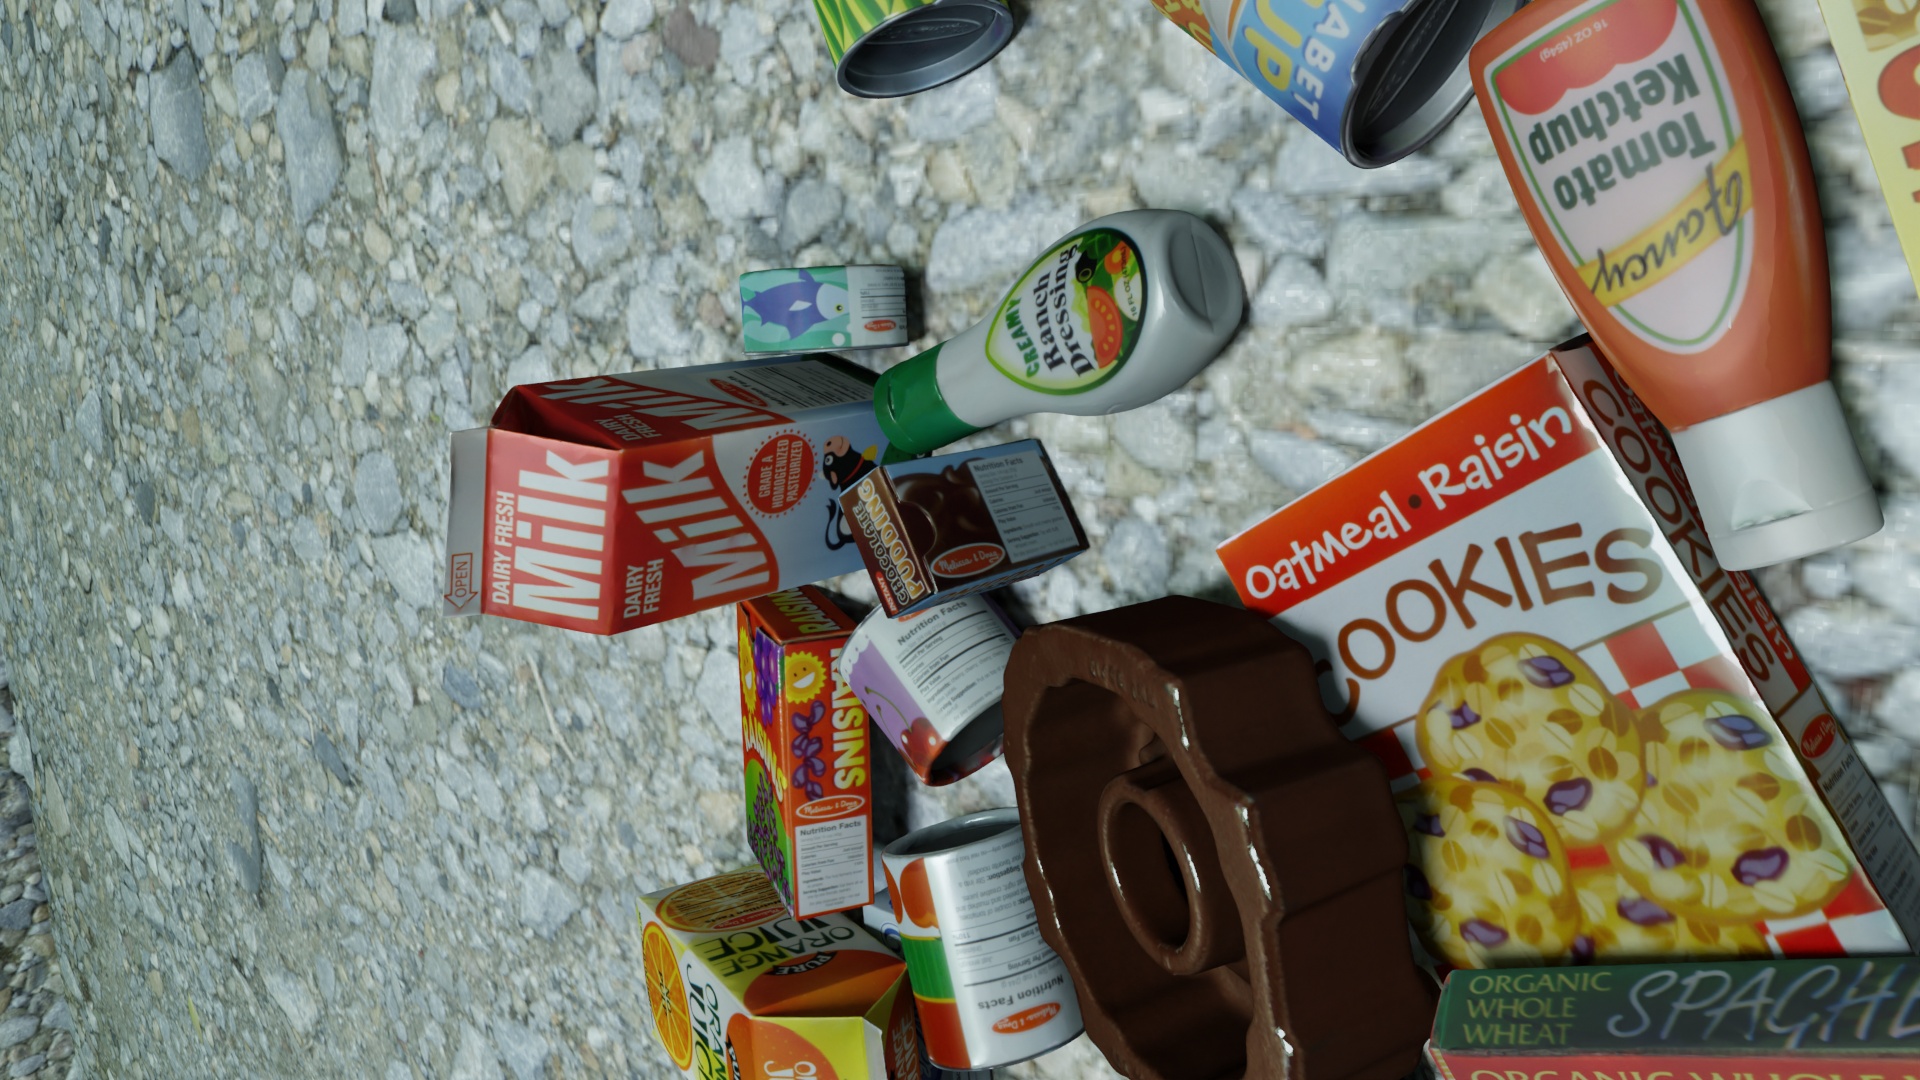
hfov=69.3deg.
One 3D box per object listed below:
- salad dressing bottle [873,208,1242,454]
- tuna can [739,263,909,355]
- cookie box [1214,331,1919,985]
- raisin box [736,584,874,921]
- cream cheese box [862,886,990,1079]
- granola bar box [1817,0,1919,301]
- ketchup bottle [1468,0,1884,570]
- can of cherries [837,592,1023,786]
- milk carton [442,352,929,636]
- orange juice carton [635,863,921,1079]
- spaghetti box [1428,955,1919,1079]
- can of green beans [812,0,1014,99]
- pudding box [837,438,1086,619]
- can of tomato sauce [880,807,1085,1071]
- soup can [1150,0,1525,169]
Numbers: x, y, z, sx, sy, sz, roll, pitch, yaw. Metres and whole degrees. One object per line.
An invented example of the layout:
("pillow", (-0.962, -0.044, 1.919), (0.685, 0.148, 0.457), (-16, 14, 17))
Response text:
("salad dressing bottle", (0.028, -0.067, 0.491), (0.147, 0.044, 0.064), (-20, 76, 45))
("tuna can", (-0.056, -0.091, 0.552), (0.071, 0.071, 0.032), (5, 102, 44))
("cookie box", (0.162, 0.045, 0.390), (0.122, 0.040, 0.167), (-36, 75, 43))
("raisin box", (-0.070, 0.088, 0.606), (0.086, 0.040, 0.123), (-150, 58, -66))
("cream cheese box", (-0.014, 0.209, 0.611), (0.053, 0.024, 0.103), (5, 103, 42))
("granola bar box", (0.252, -0.113, 0.243), (0.165, 0.039, 0.124), (-19, 90, 49))
("ketchup bottle", (0.181, -0.068, 0.343), (0.064, 0.044, 0.149), (-23, 84, 44))
("can of cherries", (-0.004, 0.054, 0.538), (0.058, 0.072, 0.071), (49, 129, 23))
("milk carton", (-0.104, -0.021, 0.528), (0.073, 0.191, 0.072), (28, 118, 37))
("orange juice carton", (-0.074, 0.207, 0.603), (0.192, 0.073, 0.071), (10, 107, 59))
("spaghetti box", (0.233, 0.118, 0.308), (0.249, 0.029, 0.050), (-16, 118, 37))
("can of green beans", (-0.021, -0.199, 0.493), (0.071, 0.071, 0.058), (-23, 83, 45))
("pudding box", (0.002, -0.006, 0.503), (0.030, 0.084, 0.050), (-33, 77, 44))
("can of tomato sauce", (0.009, 0.155, 0.548), (0.071, 0.071, 0.083), (-15, 88, 45))
("soup can", (0.099, -0.154, 0.382), (0.084, 0.071, 0.071), (48, 129, 25))
